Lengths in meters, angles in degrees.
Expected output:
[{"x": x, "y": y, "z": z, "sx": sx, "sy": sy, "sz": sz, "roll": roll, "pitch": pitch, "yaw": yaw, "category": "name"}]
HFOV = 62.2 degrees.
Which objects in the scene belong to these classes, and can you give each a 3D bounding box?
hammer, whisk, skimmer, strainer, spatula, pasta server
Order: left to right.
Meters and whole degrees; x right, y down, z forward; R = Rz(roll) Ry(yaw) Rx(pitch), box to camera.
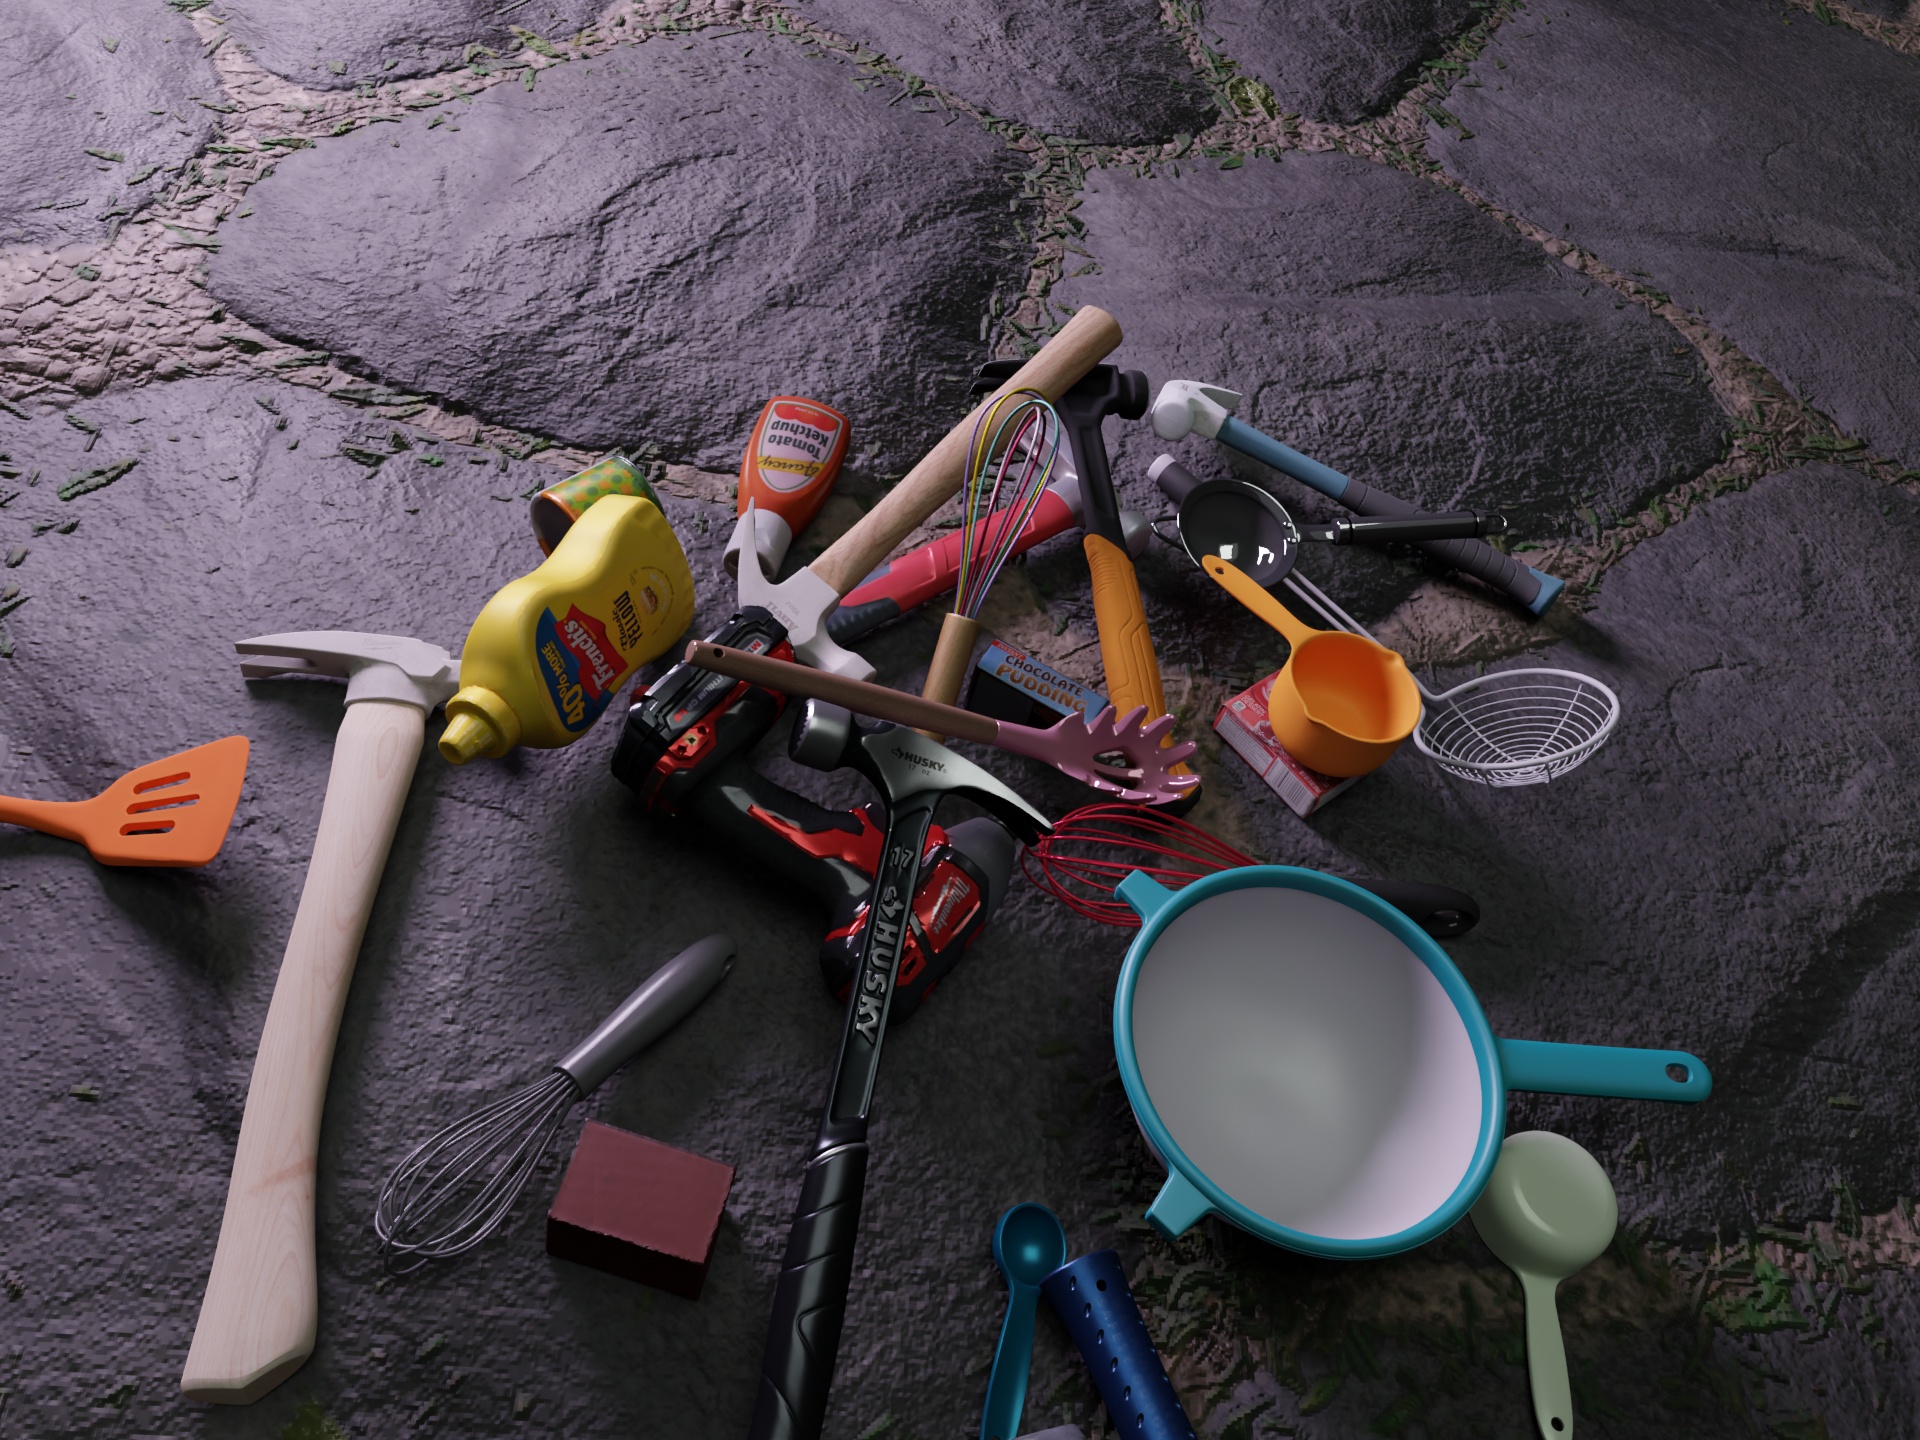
[{"x": -0.534, "y": 0.035, "z": 0.809, "sx": 0.322, "sy": 0.041, "sz": 0.081, "roll": 6, "pitch": 53, "yaw": -10, "category": "spatula"}, {"x": -0.332, "y": 0.123, "z": 0.799, "sx": 0.146, "sy": 0.038, "sz": 0.411, "roll": 5, "pitch": 53, "yaw": -9, "category": "hammer"}, {"x": -0.192, "y": 0.182, "z": 0.789, "sx": 0.055, "sy": 0.055, "sz": 0.239, "roll": 37, "pitch": 49, "yaw": 14, "category": "whisk"}, {"x": -0.051, "y": 0.192, "z": 0.770, "sx": 0.149, "sy": 0.036, "sz": 0.409, "roll": 19, "pitch": 63, "yaw": -16, "category": "hammer"}, {"x": -0.054, "y": -0.095, "z": 1.039, "sx": 0.386, "sy": 0.038, "sz": 0.143, "roll": -29, "pitch": 64, "yaw": -31, "category": "hammer"}, {"x": -0.012, "y": -0.158, "z": 1.005, "sx": 0.130, "sy": 0.031, "sz": 0.331, "roll": 41, "pitch": 68, "yaw": 8, "category": "hammer"}, {"x": -0.001, "y": -0.003, "z": 0.886, "sx": 0.316, "sy": 0.040, "sz": 0.060, "roll": 15, "pitch": 58, "yaw": -28, "category": "pasta server"}, {"x": 0.013, "y": -0.082, "z": 0.960, "sx": 0.051, "sy": 0.245, "sz": 0.047, "roll": 18, "pitch": 2, "yaw": 29, "category": "whisk"}, {"x": 0.093, "y": -0.091, "z": 1.036, "sx": 0.127, "sy": 0.034, "sz": 0.337, "roll": 0, "pitch": 65, "yaw": -21, "category": "hammer"}, {"x": 0.177, "y": 0.098, "z": 0.941, "sx": 0.295, "sy": 0.073, "sz": 0.073, "roll": 9, "pitch": 52, "yaw": -14, "category": "whisk"}, {"x": 0.143, "y": 0.426, "z": 0.687, "sx": 0.144, "sy": 0.035, "sz": 0.406, "roll": -14, "pitch": 60, "yaw": -24, "category": "hammer"}, {"x": 0.249, "y": -0.125, "z": 1.074, "sx": 0.258, "sy": 0.050, "sz": 0.087, "roll": -4, "pitch": 67, "yaw": -9, "category": "strainer"}, {"x": 0.292, "y": -0.162, "z": 1.164, "sx": 0.331, "sy": 0.033, "sz": 0.128, "roll": 27, "pitch": 25, "yaw": -1, "category": "hammer"}, {"x": 0.273, "y": -0.085, "z": 1.084, "sx": 0.127, "sy": 0.090, "sz": 0.363, "roll": -34, "pitch": 68, "yaw": -30, "category": "skimmer"}, {"x": 0.233, "y": 0.197, "z": 0.858, "sx": 0.340, "sy": 0.095, "sz": 0.211, "roll": 6, "pitch": 55, "yaw": -13, "category": "strainer"}]

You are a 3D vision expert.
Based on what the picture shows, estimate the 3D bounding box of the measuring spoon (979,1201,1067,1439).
[{"x": 0.022, "y": 0.300, "z": 0.773, "sx": 0.042, "sy": 0.021, "sz": 0.129, "roll": 29, "pitch": 56, "yaw": -24, "category": "measuring spoon"}]

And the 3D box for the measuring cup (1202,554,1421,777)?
[{"x": 0.210, "y": -0.035, "z": 1.015, "sx": 0.095, "sy": 0.052, "sz": 0.174, "roll": -30, "pitch": 65, "yaw": -33, "category": "measuring cup"}]

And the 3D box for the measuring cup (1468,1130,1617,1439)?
[{"x": 0.313, "y": 0.295, "z": 0.837, "sx": 0.083, "sy": 0.038, "sz": 0.168, "roll": 14, "pitch": 49, "yaw": -4, "category": "measuring cup"}]

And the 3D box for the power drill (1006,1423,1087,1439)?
[{"x": 0.011, "y": 0.421, "z": 0.636, "sx": 0.164, "sy": 0.084, "sz": 0.227, "roll": -7, "pitch": 59, "yaw": -19, "category": "power drill"}]

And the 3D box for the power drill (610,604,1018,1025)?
[{"x": -0.073, "y": 0.049, "z": 0.881, "sx": 0.219, "sy": 0.078, "sz": 0.143, "roll": 42, "pitch": 59, "yaw": 2, "category": "power drill"}]
